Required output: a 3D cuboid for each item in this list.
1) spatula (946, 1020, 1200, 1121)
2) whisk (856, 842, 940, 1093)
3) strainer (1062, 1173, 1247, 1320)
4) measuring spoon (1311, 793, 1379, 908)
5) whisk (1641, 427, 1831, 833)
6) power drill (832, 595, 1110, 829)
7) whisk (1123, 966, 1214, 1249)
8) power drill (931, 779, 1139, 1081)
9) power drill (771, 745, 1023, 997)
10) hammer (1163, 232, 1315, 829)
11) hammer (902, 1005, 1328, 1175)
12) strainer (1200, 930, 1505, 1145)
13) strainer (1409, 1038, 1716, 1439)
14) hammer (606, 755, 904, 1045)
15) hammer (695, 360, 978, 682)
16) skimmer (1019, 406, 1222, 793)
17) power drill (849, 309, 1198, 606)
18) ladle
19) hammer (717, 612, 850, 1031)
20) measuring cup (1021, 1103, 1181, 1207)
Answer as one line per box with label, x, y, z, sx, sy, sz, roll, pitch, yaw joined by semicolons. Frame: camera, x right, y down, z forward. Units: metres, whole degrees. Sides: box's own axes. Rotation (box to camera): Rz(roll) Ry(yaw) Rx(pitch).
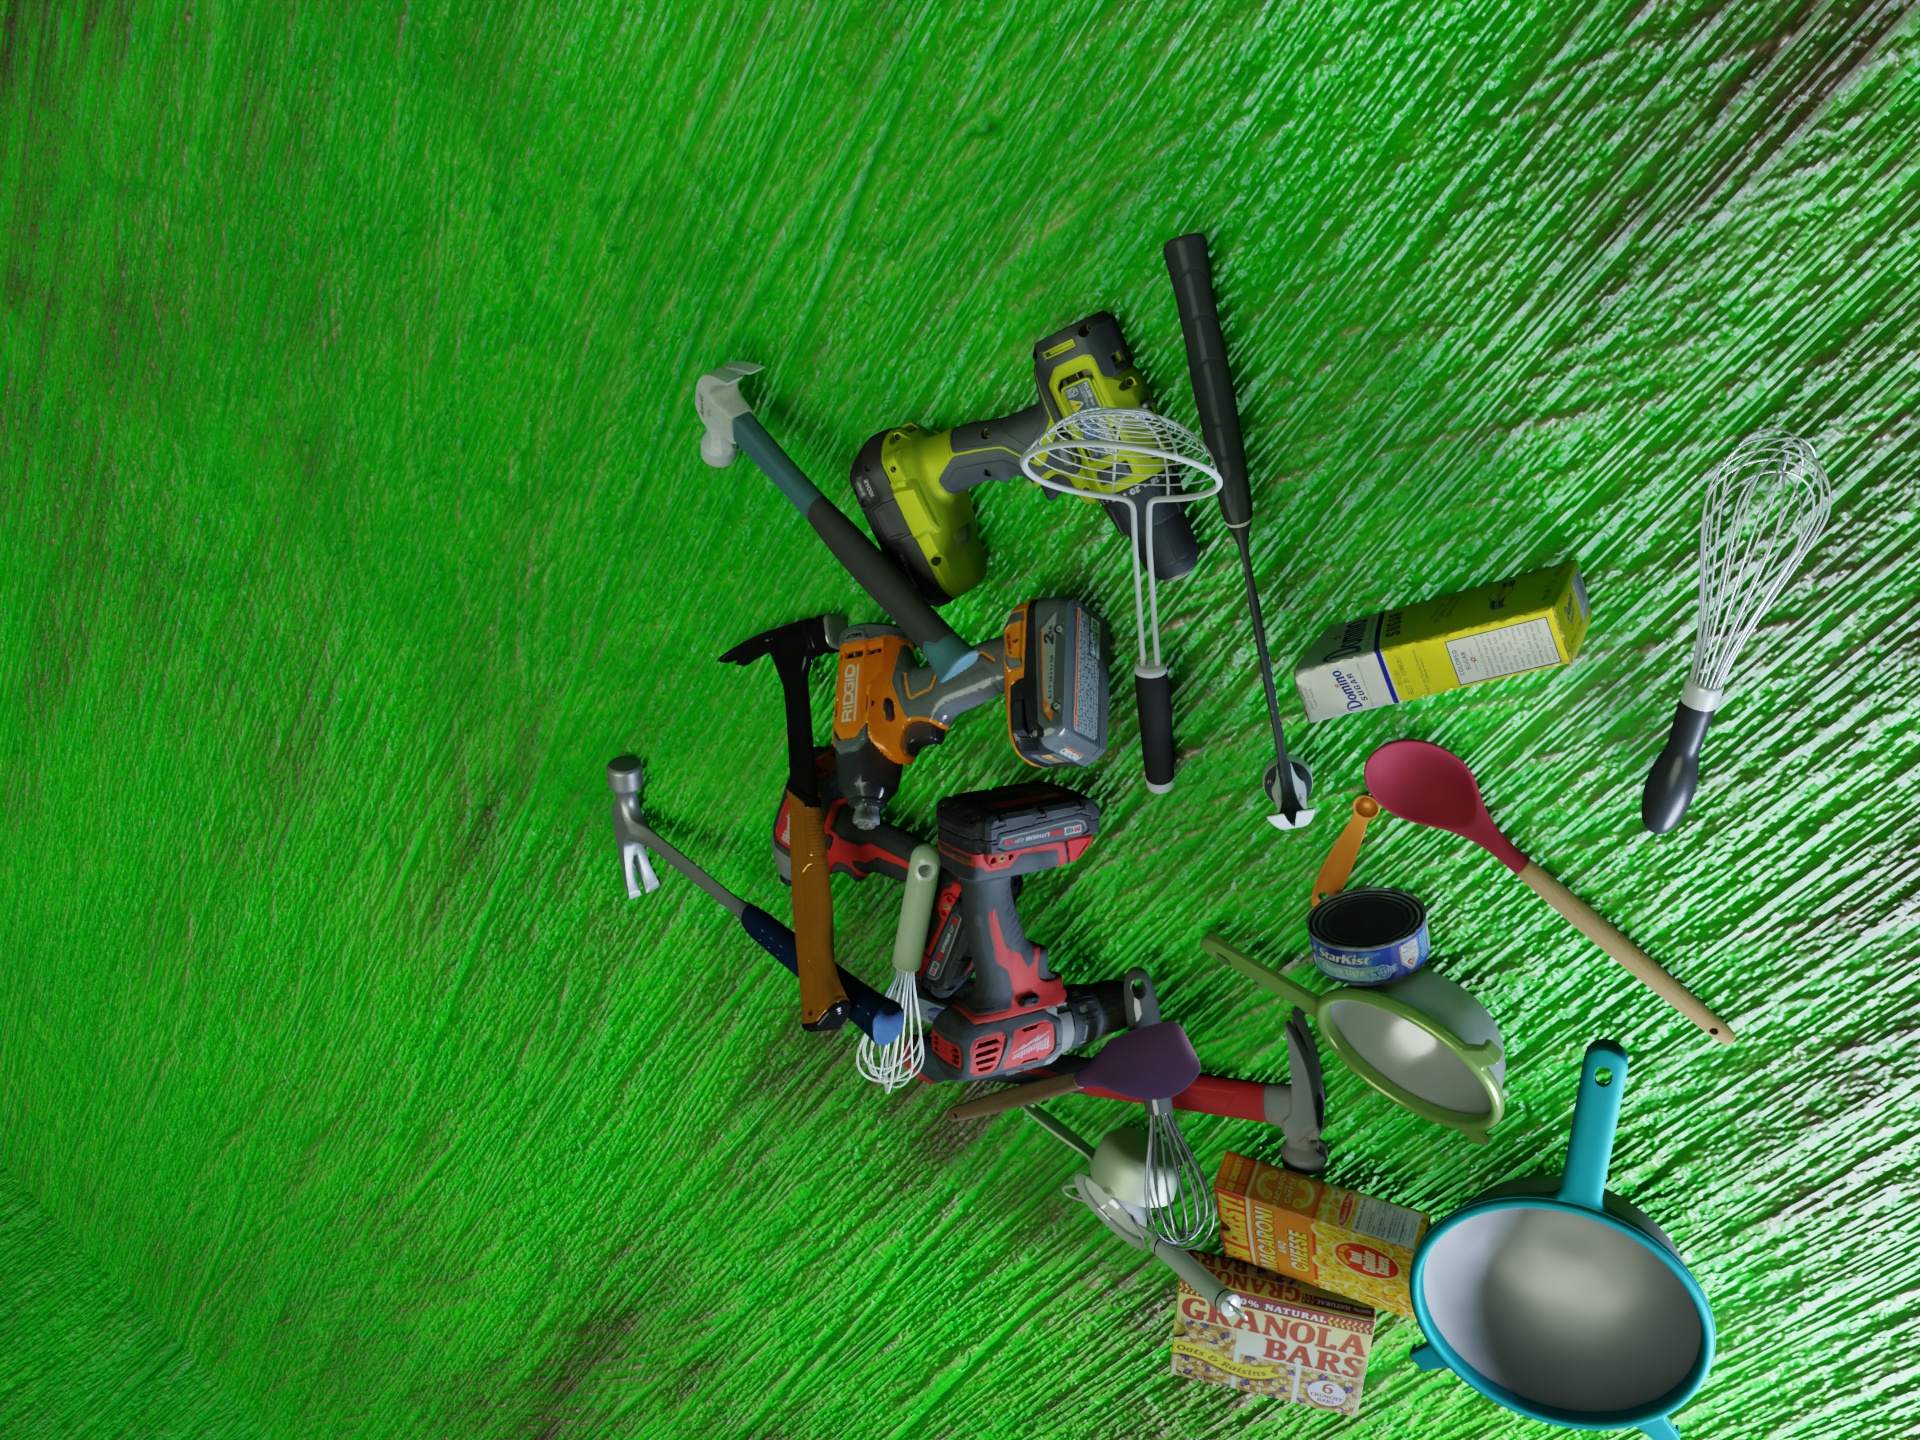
spatula;0.086;0.307;1.334;0.316;0.018;0.060;-29;86;47
whisk;-0.046;0.207;1.319;0.057;0.059;0.246;7;116;-8
strainer;0.169;0.442;1.353;0.086;0.050;0.259;60;164;-23
measuring spoon;0.287;0.099;1.188;0.021;0.011;0.116;27;128;16
whisk;0.467;-0.046;0.983;0.070;0.070;0.284;18;126;22
power drill;-0.002;-0.004;1.219;0.226;0.084;0.164;-8;70;32
whisk;0.164;0.315;1.293;0.055;0.055;0.239;-7;97;33
power drill;0.065;0.167;1.271;0.080;0.188;0.226;18;112;57
power drill;-0.068;0.132;1.372;0.220;0.078;0.143;33;126;16
hammer;0.189;-0.120;1.074;0.036;0.149;0.409;-11;102;12
hammer;0.119;0.294;1.365;0.386;0.038;0.143;1;113;30
strainer;0.304;0.208;1.202;0.257;0.069;0.151;28;153;32
strainer;0.452;0.360;1.170;0.211;0.095;0.340;10;116;22
hammer;-0.193;0.173;1.409;0.406;0.035;0.144;30;130;40
hammer;-0.098;-0.148;1.190;0.331;0.033;0.128;48;154;23
skimmer;0.120;-0.063;1.090;0.127;0.090;0.362;5;134;17
power drill;0.050;-0.166;1.151;0.228;0.080;0.190;-18;104;33
ladle;0.414;0.119;1.111;0.315;0.031;0.069;41;130;4
hammer;-0.133;0.086;1.310;0.127;0.034;0.337;-15;74;35
measuring cup;0.119;0.363;1.390;0.168;0.083;0.038;28;109;34
